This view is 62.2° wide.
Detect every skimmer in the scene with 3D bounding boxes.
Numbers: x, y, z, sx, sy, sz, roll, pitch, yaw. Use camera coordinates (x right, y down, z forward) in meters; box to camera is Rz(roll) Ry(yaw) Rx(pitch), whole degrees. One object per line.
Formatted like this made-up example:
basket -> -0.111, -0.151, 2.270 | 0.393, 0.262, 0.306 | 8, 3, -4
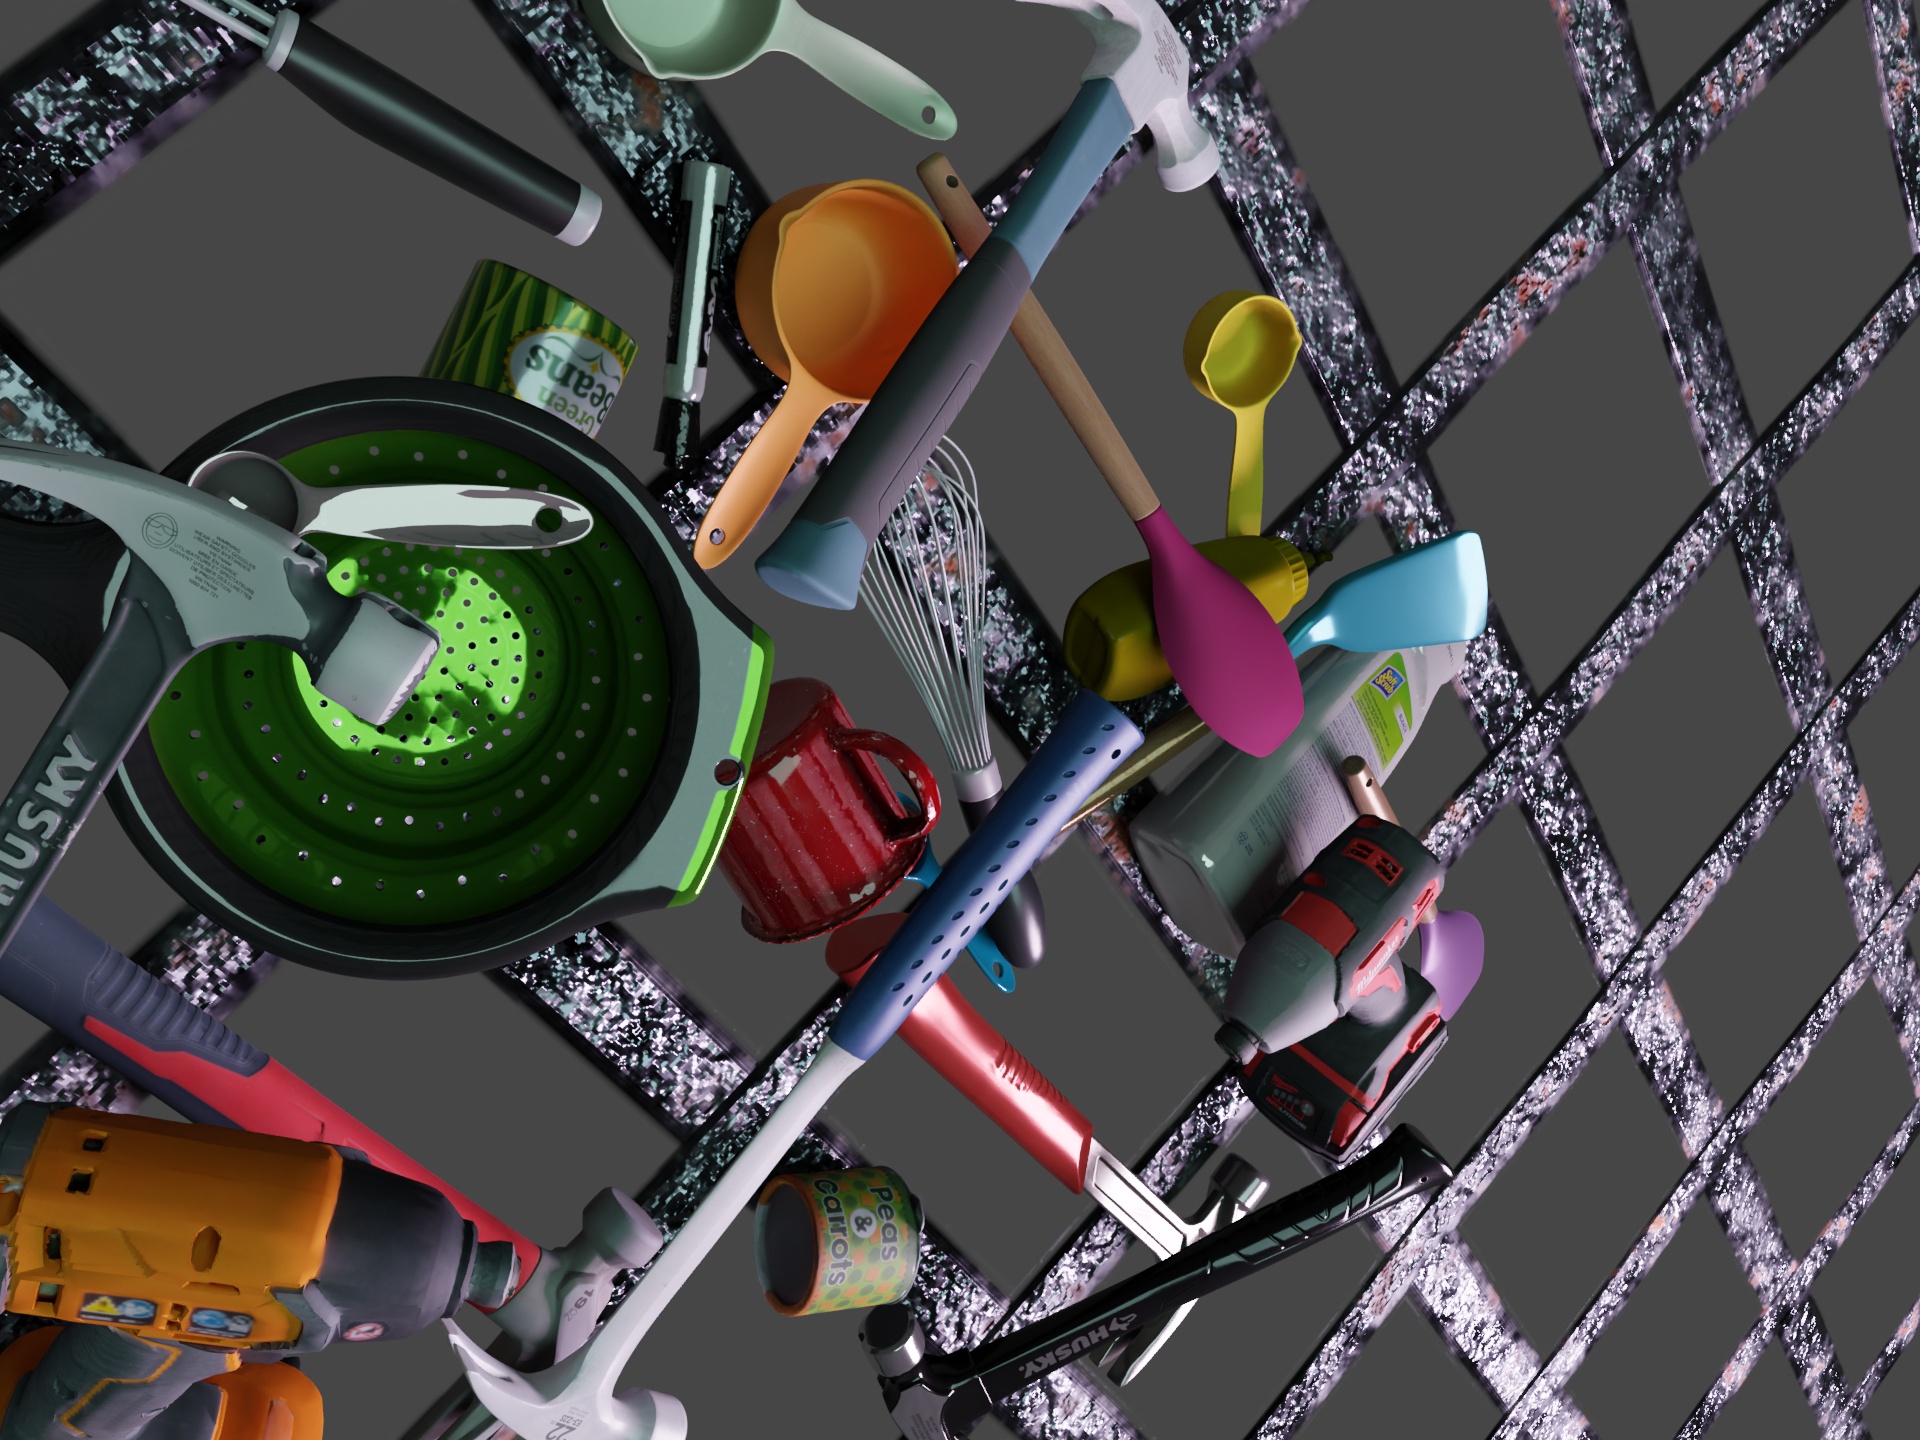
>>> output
skimmer -> -0.253, -0.255, 0.478 | 0.363, 0.090, 0.127 | 24, 59, -38

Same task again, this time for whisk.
whisk -> -0.001, -0.002, 0.730 | 0.070, 0.070, 0.284 | -27, 117, -24

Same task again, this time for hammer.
hammer -> -0.287, 0.160, 0.616 | 0.143, 0.038, 0.385 | -46, 124, -11
hammer -> 0.014, -0.176, 0.650 | 0.331, 0.033, 0.128 | -61, 138, -24
hammer -> 0.119, 0.311, 0.871 | 0.335, 0.035, 0.146 | -24, 120, -7
hammer -> -0.336, 0.095, 0.501 | 0.149, 0.036, 0.409 | 34, 101, -16
hammer -> 0.040, 0.224, 0.852 | 0.149, 0.037, 0.358 | -49, 125, -11
hammer -> -0.060, 0.151, 0.701 | 0.405, 0.035, 0.143 | -51, 134, -4

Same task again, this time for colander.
colander -> -0.268, -0.040, 0.548 | 0.397, 0.094, 0.204 | 16, 94, -18

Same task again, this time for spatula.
spatula -> 0.270, 0.101, 0.938 | 0.060, 0.018, 0.315 | -52, 140, -10
spatula -> 0.127, 0.004, 0.806 | 0.317, 0.044, 0.082 | -34, 139, -7

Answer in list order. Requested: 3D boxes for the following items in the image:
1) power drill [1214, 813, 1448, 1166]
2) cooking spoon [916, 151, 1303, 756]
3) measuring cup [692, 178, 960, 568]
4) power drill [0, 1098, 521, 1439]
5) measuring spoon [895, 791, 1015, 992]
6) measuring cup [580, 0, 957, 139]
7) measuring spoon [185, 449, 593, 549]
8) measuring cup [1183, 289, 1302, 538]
power drill -> 0.199, 0.154, 0.860 | 0.143, 0.079, 0.219 | -46, 148, -14
cooking spoon -> 0.072, -0.117, 0.730 | 0.069, 0.017, 0.318 | -43, 108, -26
measuring cup -> -0.071, -0.142, 0.657 | 0.095, 0.052, 0.173 | 33, 87, -36
power drill -> -0.257, 0.221, 0.551 | 0.164, 0.084, 0.226 | 16, 128, -20
measuring spoon -> -0.013, 0.089, 0.774 | 0.128, 0.021, 0.042 | 56, 38, -25
measuring cup -> -0.074, -0.270, 0.625 | 0.167, 0.038, 0.083 | 17, 95, -38
measuring spoon -> -0.182, -0.067, 0.513 | 0.124, 0.018, 0.034 | 0, 95, -23
measuring cup -> 0.140, -0.144, 0.817 | 0.062, 0.029, 0.156 | -19, 126, -22
